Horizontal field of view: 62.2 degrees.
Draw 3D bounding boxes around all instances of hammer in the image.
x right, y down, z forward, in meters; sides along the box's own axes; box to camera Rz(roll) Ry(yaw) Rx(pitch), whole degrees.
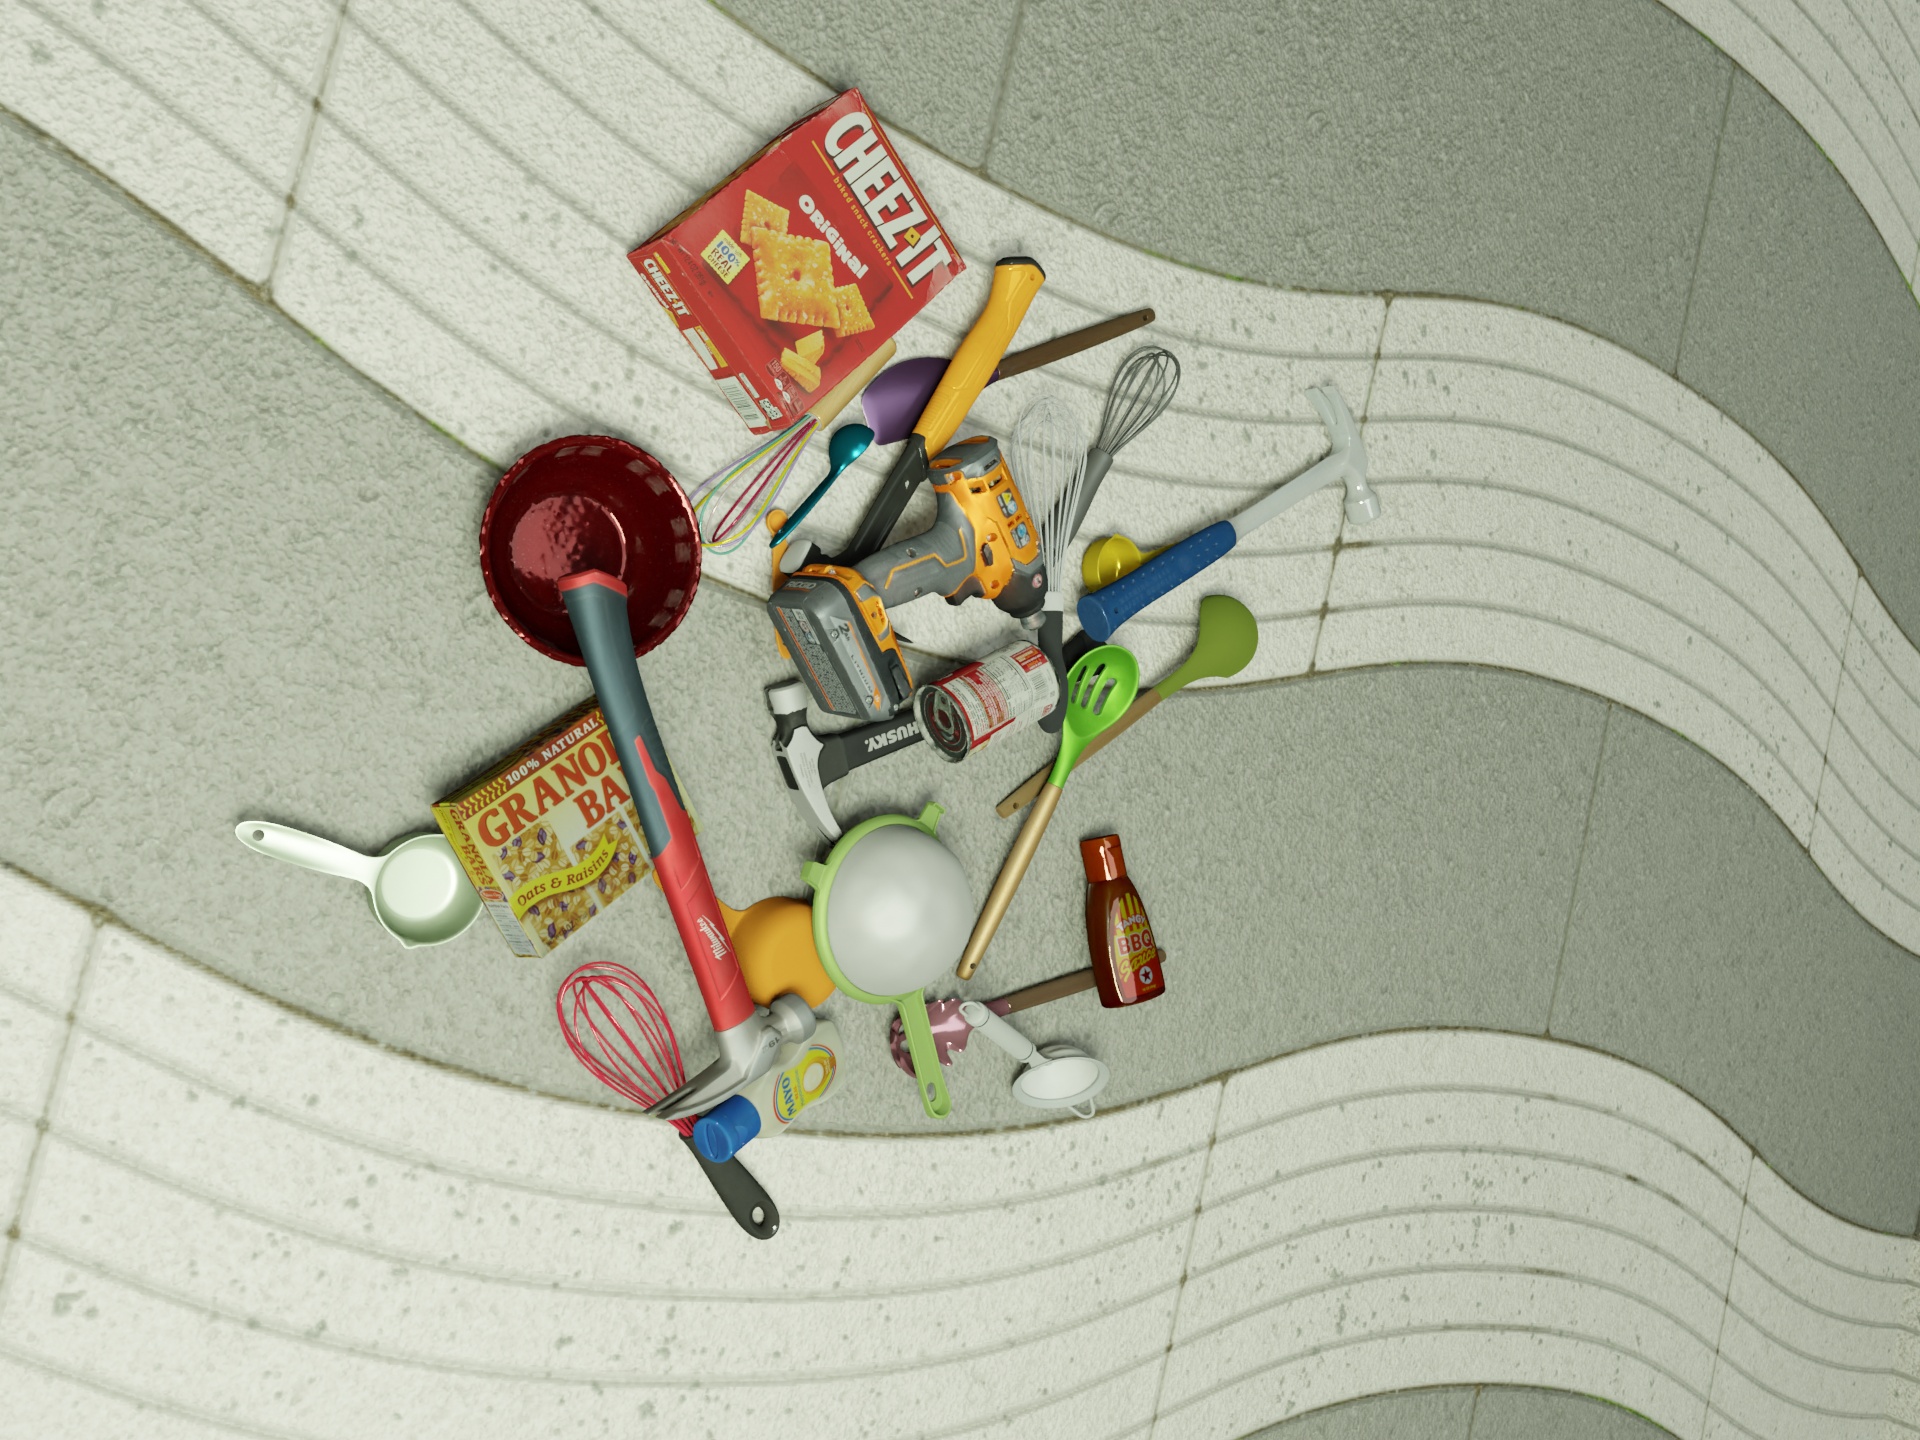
[{"bbox_3d":[-0.016,-0.227,1.281,0.127,0.034,0.337,37,76,-35],"label":"hammer"},{"bbox_3d":[-0.215,0.085,1.108,0.143,0.038,0.386,-29,109,-39],"label":"hammer"},{"bbox_3d":[0.251,-0.182,1.463,0.405,0.035,0.144,-33,111,-34],"label":"hammer"},{"bbox_3d":[-0.002,-0.004,1.325,0.334,0.035,0.146,-21,104,-32],"label":"hammer"}]

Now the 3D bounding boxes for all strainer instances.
[{"bbox_3d":[-0.027,0.200,1.250,0.151,0.069,0.256,-24,106,-42],"label":"strainer"},{"bbox_3d":[0.058,0.279,1.343,0.258,0.087,0.050,48,23,-52],"label":"strainer"}]

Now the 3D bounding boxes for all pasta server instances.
[{"bbox_3d":[0.065,0.243,1.387,0.316,0.040,0.060,-11,95,-35],"label":"pasta server"}]

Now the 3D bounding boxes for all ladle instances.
[{"bbox_3d":[0.150,-0.010,1.432,0.320,0.062,0.078,-36,114,-20],"label":"ladle"}]

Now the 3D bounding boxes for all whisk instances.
[{"bbox_3d":[-0.123,-0.214,1.222,0.245,0.047,0.051,-51,120,-24],"label":"whisk"},{"bbox_3d":[-0.210,0.292,1.193,0.073,0.073,0.295,-42,121,-25],"label":"whisk"},{"bbox_3d":[0.076,-0.131,1.333,0.070,0.070,0.284,-1,90,-34],"label":"whisk"},{"bbox_3d":[0.125,-0.229,1.391,0.055,0.055,0.239,36,78,-31],"label":"whisk"}]

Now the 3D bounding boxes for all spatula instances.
[{"bbox_3d":[0.047,-0.304,1.346,0.316,0.018,0.059,-26,109,-29],"label":"spatula"}]

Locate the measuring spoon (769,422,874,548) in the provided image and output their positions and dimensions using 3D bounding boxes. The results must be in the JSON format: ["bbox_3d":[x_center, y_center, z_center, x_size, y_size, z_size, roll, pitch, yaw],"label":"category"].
[{"bbox_3d":[-0.113,-0.185,1.228,0.021,0.042,0.129,46,69,-26],"label":"measuring spoon"}]

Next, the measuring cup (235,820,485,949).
[{"bbox_3d":[-0.400,0.097,1.058,0.167,0.038,0.083,25,80,-31],"label":"measuring cup"}]

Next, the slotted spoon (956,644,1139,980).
[{"bbox_3d":[0.068,0.078,1.361,0.070,0.031,0.314,26,88,-27],"label":"slotted spoon"}]

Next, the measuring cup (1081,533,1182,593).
[{"bbox_3d":[0.167,-0.145,1.440,0.156,0.029,0.062,-17,103,-41],"label":"measuring cup"}]

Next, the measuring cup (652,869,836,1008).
[{"bbox_3d":[-0.160,0.161,1.216,0.173,0.052,0.095,40,72,-32],"label":"measuring cup"}]

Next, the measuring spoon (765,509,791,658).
[{"bbox_3d":[-0.141,-0.106,1.238,0.021,0.011,0.117,-13,104,-43],"label":"measuring spoon"}]

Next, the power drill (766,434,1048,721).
[{"bbox_3d":[-0.024,-0.096,1.229,0.226,0.084,0.164,-41,120,-28],"label":"power drill"}]
